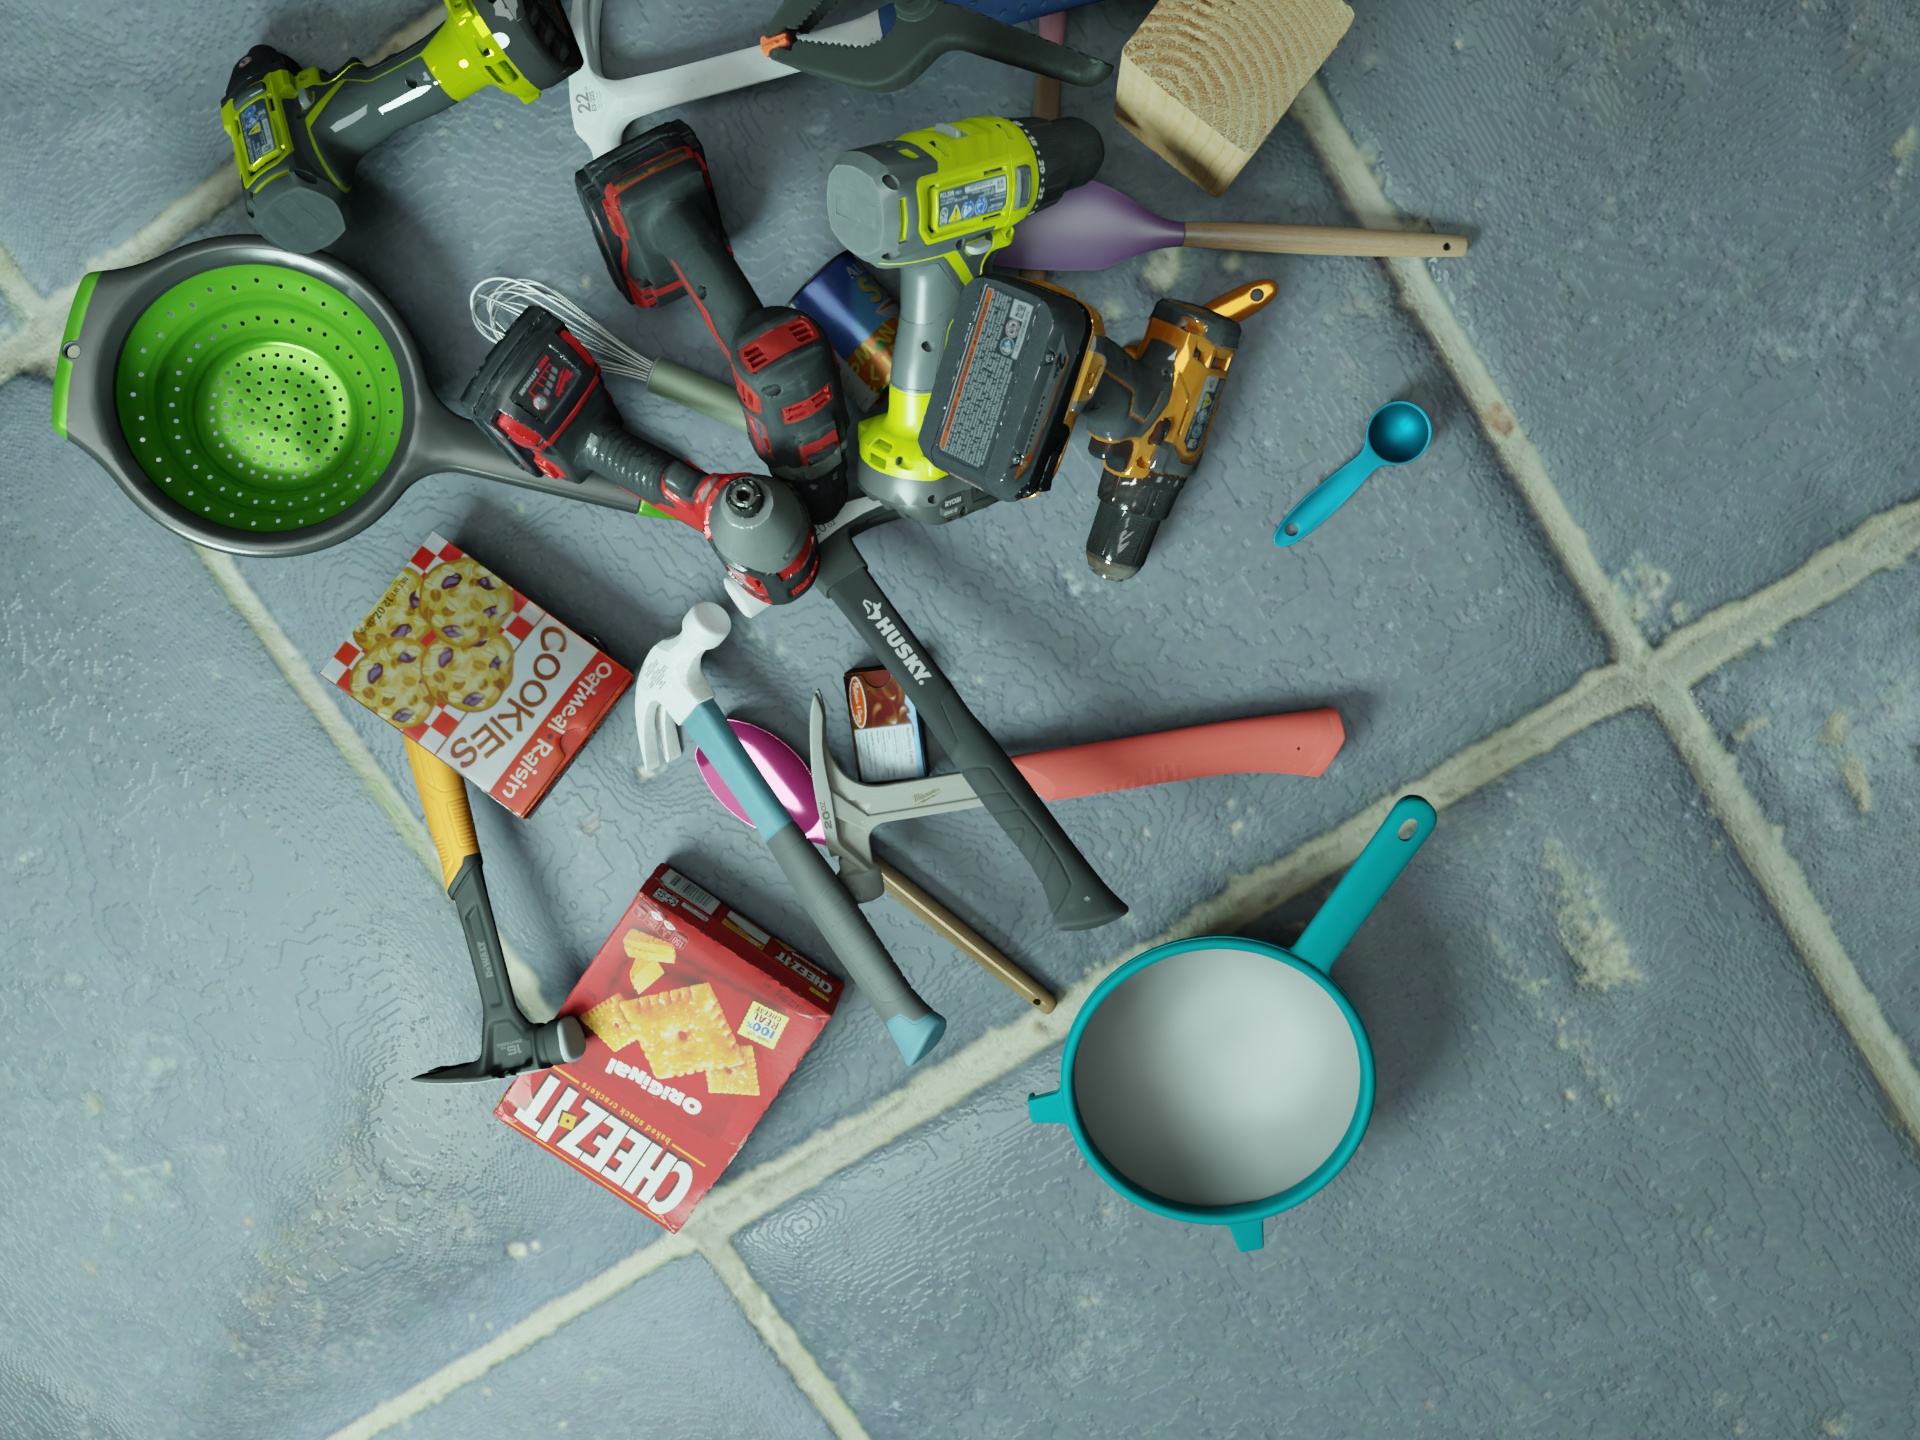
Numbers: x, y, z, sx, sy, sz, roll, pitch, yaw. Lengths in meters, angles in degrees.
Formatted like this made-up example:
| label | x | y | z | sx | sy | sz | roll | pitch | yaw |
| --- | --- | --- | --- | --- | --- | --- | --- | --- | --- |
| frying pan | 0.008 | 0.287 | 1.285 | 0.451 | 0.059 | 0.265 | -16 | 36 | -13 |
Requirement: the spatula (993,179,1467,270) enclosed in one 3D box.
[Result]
| label | x | y | z | sx | sy | sz | roll | pitch | yaw |
| --- | --- | --- | --- | --- | --- | --- | --- | --- | --- |
| spatula | 0.169 | -0.315 | 1.025 | 0.316 | 0.018 | 0.059 | 3 | 111 | -1 |

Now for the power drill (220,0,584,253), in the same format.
| label | x | y | z | sx | sy | sz | roll | pitch | yaw |
| --- | --- | --- | --- | --- | --- | --- | --- | --- | --- |
| power drill | -0.363 | -0.415 | 1.005 | 0.223 | 0.080 | 0.171 | -29 | 61 | 9 |

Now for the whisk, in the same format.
| label | x | y | z | sx | sy | sz | roll | pitch | yaw |
| --- | --- | --- | --- | --- | --- | --- | --- | --- | --- |
| whisk | -0.214 | -0.236 | 1.072 | 0.246 | 0.058 | 0.059 | 23 | 136 | -4 |

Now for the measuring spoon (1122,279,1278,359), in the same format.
| label | x | y | z | sx | sy | sz | roll | pitch | yaw |
| --- | --- | --- | --- | --- | --- | --- | --- | --- | --- |
| measuring spoon | 0.156 | -0.261 | 1.052 | 0.117 | 0.011 | 0.021 | -26 | 98 | 9 |

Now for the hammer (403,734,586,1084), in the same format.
| label | x | y | z | sx | sy | sz | roll | pitch | yaw |
| --- | --- | --- | --- | --- | --- | --- | --- | --- | --- |
| hammer | -0.360 | 0.087 | 1.118 | 0.127 | 0.034 | 0.337 | -14 | 88 | 17 |

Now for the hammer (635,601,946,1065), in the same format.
| label | x | y | z | sx | sy | sz | roll | pitch | yaw |
| --- | --- | --- | --- | --- | --- | --- | --- | --- | --- |
| hammer | -0.113 | 0.086 | 1.073 | 0.331 | 0.033 | 0.128 | 55 | 131 | 7 |

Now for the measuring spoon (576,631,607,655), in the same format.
| label | x | y | z | sx | sy | sz | roll | pitch | yaw |
| --- | --- | --- | --- | --- | --- | --- | --- | --- | --- |
| measuring spoon | -0.288 | -0.012 | 1.137 | 0.034 | 0.018 | 0.124 | 33 | 109 | -1 |

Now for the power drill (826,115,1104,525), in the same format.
| label | x | y | z | sx | sy | sz | roll | pitch | yaw |
| --- | --- | --- | --- | --- | --- | --- | --- | --- | --- |
| power drill | 0.009 | -0.253 | 0.977 | 0.080 | 0.190 | 0.228 | 33 | 136 | 36 |

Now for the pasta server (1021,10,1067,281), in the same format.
| label | x | y | z | sx | sy | sz | roll | pitch | yaw |
| --- | --- | --- | --- | --- | --- | --- | --- | --- | --- |
| pasta server | 0.054 | -0.397 | 1.020 | 0.060 | 0.040 | 0.316 | 6 | 103 | 10 |

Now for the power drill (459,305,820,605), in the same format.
| label | x | y | z | sx | sy | sz | roll | pitch | yaw |
| --- | --- | --- | --- | --- | --- | --- | --- | --- | --- |
| power drill | -0.188 | -0.156 | 0.981 | 0.220 | 0.143 | 0.078 | 32 | 82 | 7 |

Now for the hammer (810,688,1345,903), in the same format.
| label | x | y | z | sx | sy | sz | roll | pitch | yaw |
| --- | --- | --- | --- | --- | --- | --- | --- | --- | --- |
| hammer | 0.080 | 0.025 | 1.084 | 0.359 | 0.037 | 0.149 | -9 | 101 | 0 |

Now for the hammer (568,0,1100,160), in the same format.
| label | x | y | z | sx | sy | sz | roll | pitch | yaw |
| --- | --- | --- | --- | --- | --- | --- | --- | --- | --- |
| hammer | -0.060 | -0.437 | 0.998 | 0.405 | 0.035 | 0.144 | -9 | 100 | 13 |

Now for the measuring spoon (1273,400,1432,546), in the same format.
| label | x | y | z | sx | sy | sz | roll | pitch | yaw |
| --- | --- | --- | --- | --- | --- | --- | --- | --- | --- |
| measuring spoon | 0.259 | -0.163 | 1.066 | 0.042 | 0.021 | 0.128 | 45 | 110 | -6 |

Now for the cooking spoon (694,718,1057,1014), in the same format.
| label | x | y | z | sx | sy | sz | roll | pitch | yaw |
| --- | --- | --- | --- | --- | --- | --- | --- | --- | --- |
| cooking spoon | -0.057 | 0.109 | 1.139 | 0.319 | 0.017 | 0.068 | 39 | 110 | -4 |

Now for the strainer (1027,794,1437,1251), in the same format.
| label | x | y | z | sx | sy | sz | roll | pitch | yaw |
| --- | --- | --- | --- | --- | --- | --- | --- | --- | --- |
| strainer | 0.209 | 0.182 | 1.094 | 0.211 | 0.095 | 0.340 | 33 | 102 | -4 |

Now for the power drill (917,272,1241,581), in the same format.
| label | x | y | z | sx | sy | sz | roll | pitch | yaw |
| --- | --- | --- | --- | --- | --- | --- | --- | --- | --- |
| power drill | 0.076 | -0.175 | 0.981 | 0.084 | 0.226 | 0.185 | 31 | 113 | 33 |

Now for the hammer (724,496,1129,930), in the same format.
| label | x | y | z | sx | sy | sz | roll | pitch | yaw |
| --- | --- | --- | --- | --- | --- | --- | --- | --- | --- |
| hammer | -0.002 | -0.003 | 1.038 | 0.146 | 0.035 | 0.335 | -35 | 79 | -11 |

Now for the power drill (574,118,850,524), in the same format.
| label | x | y | z | sx | sy | sz | roll | pitch | yaw |
| --- | --- | --- | --- | --- | --- | --- | --- | --- | --- |
| power drill | -0.140 | -0.238 | 0.996 | 0.080 | 0.187 | 0.227 | -32 | 70 | -9 |

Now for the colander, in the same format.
| label | x | y | z | sx | sy | sz | roll | pitch | yaw |
| --- | --- | --- | --- | --- | --- | --- | --- | --- | --- |
| colander | -0.380 | -0.191 | 1.074 | 0.397 | 0.094 | 0.204 | 12 | 89 | -16 |
